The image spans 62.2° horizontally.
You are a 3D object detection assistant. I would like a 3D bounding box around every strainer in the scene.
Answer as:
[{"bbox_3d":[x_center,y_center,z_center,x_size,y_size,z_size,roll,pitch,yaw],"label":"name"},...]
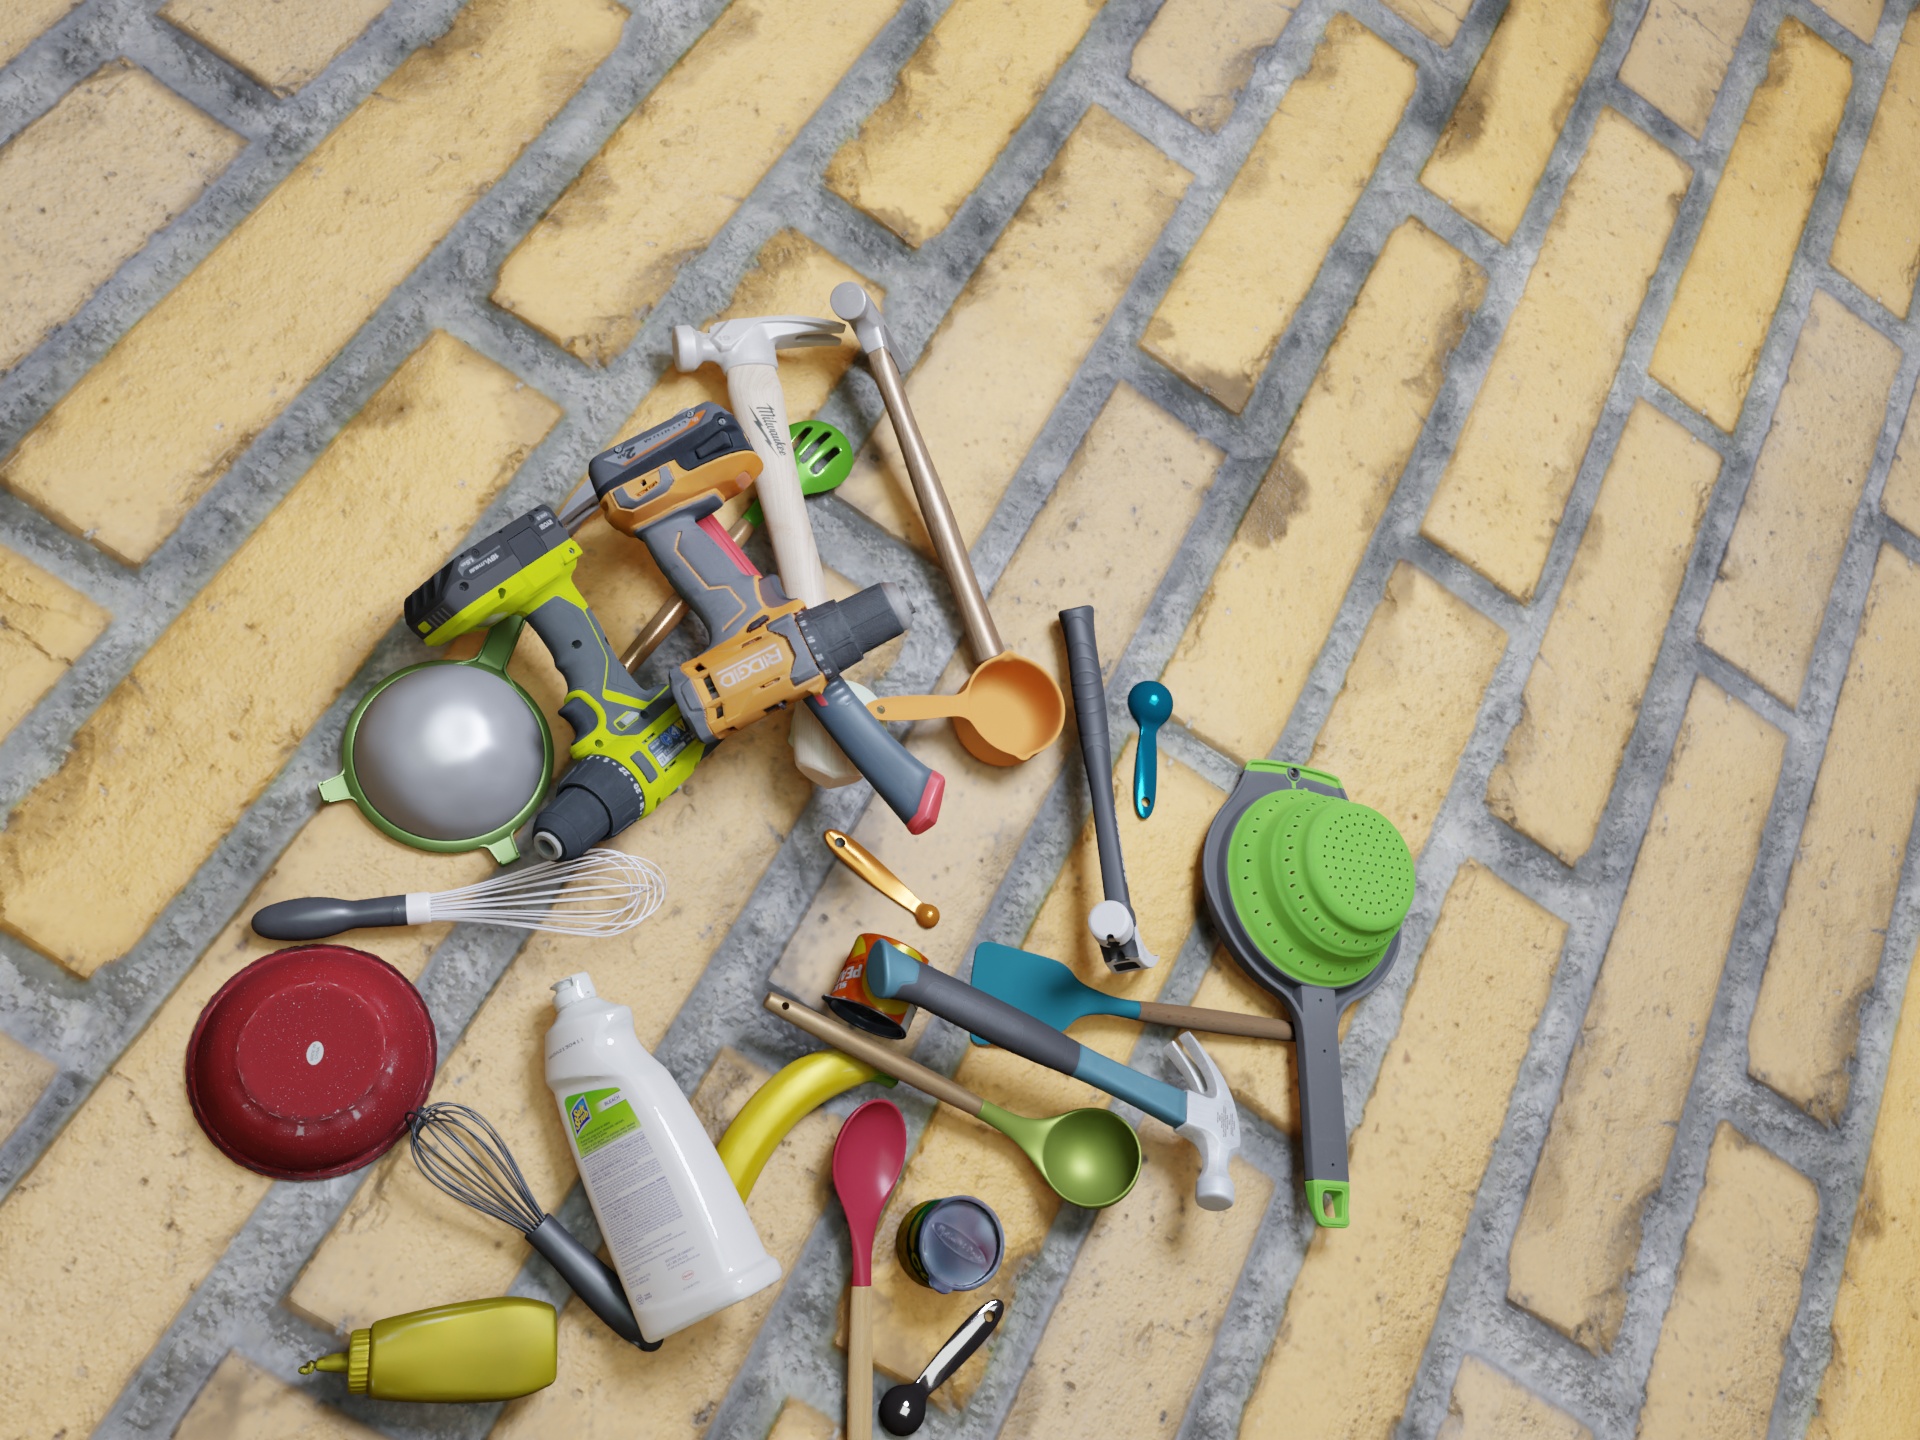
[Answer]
[{"bbox_3d":[-0.357,-0.029,1.182,0.151,0.069,0.256,22,67,-12],"label":"strainer"}]

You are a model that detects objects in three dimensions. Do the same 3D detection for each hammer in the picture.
[{"bbox_3d":[0.074,0.251,1.202,0.330,0.033,0.128,29,43,-17],"label":"hammer"},{"bbox_3d":[-0.127,-0.145,1.289,0.146,0.038,0.411,-9,73,-17],"label":"hammer"},{"bbox_3d":[0.117,0.049,1.318,0.035,0.146,0.335,-12,61,11],"label":"hammer"},{"bbox_3d":[-0.153,-0.059,1.218,0.143,0.038,0.386,-39,76,-2],"label":"hammer"},{"bbox_3d":[-0.030,-0.205,1.353,0.031,0.130,0.331,-20,90,9],"label":"hammer"}]

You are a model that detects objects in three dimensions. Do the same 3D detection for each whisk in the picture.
[{"bbox_3d":[-0.354,0.131,1.137,0.284,0.070,0.070,-3,73,-16],"label":"whisk"},{"bbox_3d":[-0.291,0.349,1.092,0.239,0.055,0.055,46,63,-5],"label":"whisk"}]

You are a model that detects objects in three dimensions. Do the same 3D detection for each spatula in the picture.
[{"bbox_3d":[0.161,0.241,1.306,0.317,0.044,0.082,12,68,-21],"label":"spatula"}]

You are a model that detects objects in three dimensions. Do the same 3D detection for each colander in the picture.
[{"bbox_3d":[0.313,0.209,1.313,0.204,0.094,0.397,11,65,-23],"label":"colander"}]

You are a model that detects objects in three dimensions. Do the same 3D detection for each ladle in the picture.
[{"bbox_3d":[-0.003,0.277,1.194,0.320,0.062,0.078,30,59,-15],"label":"ladle"},{"bbox_3d":[-0.070,0.435,1.147,0.069,0.031,0.316,14,69,-41],"label":"ladle"}]

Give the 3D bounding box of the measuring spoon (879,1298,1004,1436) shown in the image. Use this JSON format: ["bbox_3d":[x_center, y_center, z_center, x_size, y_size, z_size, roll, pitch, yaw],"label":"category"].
[{"bbox_3d":[-0.009,0.471,1.164,0.124,0.018,0.034,-40,88,-27],"label":"measuring spoon"}]

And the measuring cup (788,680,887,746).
[{"bbox_3d":[-0.108,-0.038,1.293,0.083,0.038,0.168,-11,78,-23],"label":"measuring cup"}]

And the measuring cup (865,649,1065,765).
[{"bbox_3d":[-0.002,-0.004,1.313,0.173,0.052,0.095,-2,73,-20],"label":"measuring cup"}]

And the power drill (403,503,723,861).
[{"bbox_3d":[-0.291,-0.024,1.152,0.228,0.080,0.191,54,39,-11],"label":"power drill"}]

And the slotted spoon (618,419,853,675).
[{"bbox_3d":[-0.189,-0.142,1.308,0.070,0.031,0.314,36,65,0],"label":"slotted spoon"}]

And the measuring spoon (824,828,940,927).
[{"bbox_3d":[-0.062,0.125,1.269,0.117,0.011,0.021,40,63,-3],"label":"measuring spoon"}]

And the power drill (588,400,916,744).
[{"bbox_3d":[-0.154,-0.118,1.172,0.185,0.084,0.226,-26,80,1],"label":"power drill"}]

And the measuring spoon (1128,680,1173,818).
[{"bbox_3d":[0.166,0.022,1.381,0.042,0.021,0.129,12,67,-16],"label":"measuring spoon"}]
